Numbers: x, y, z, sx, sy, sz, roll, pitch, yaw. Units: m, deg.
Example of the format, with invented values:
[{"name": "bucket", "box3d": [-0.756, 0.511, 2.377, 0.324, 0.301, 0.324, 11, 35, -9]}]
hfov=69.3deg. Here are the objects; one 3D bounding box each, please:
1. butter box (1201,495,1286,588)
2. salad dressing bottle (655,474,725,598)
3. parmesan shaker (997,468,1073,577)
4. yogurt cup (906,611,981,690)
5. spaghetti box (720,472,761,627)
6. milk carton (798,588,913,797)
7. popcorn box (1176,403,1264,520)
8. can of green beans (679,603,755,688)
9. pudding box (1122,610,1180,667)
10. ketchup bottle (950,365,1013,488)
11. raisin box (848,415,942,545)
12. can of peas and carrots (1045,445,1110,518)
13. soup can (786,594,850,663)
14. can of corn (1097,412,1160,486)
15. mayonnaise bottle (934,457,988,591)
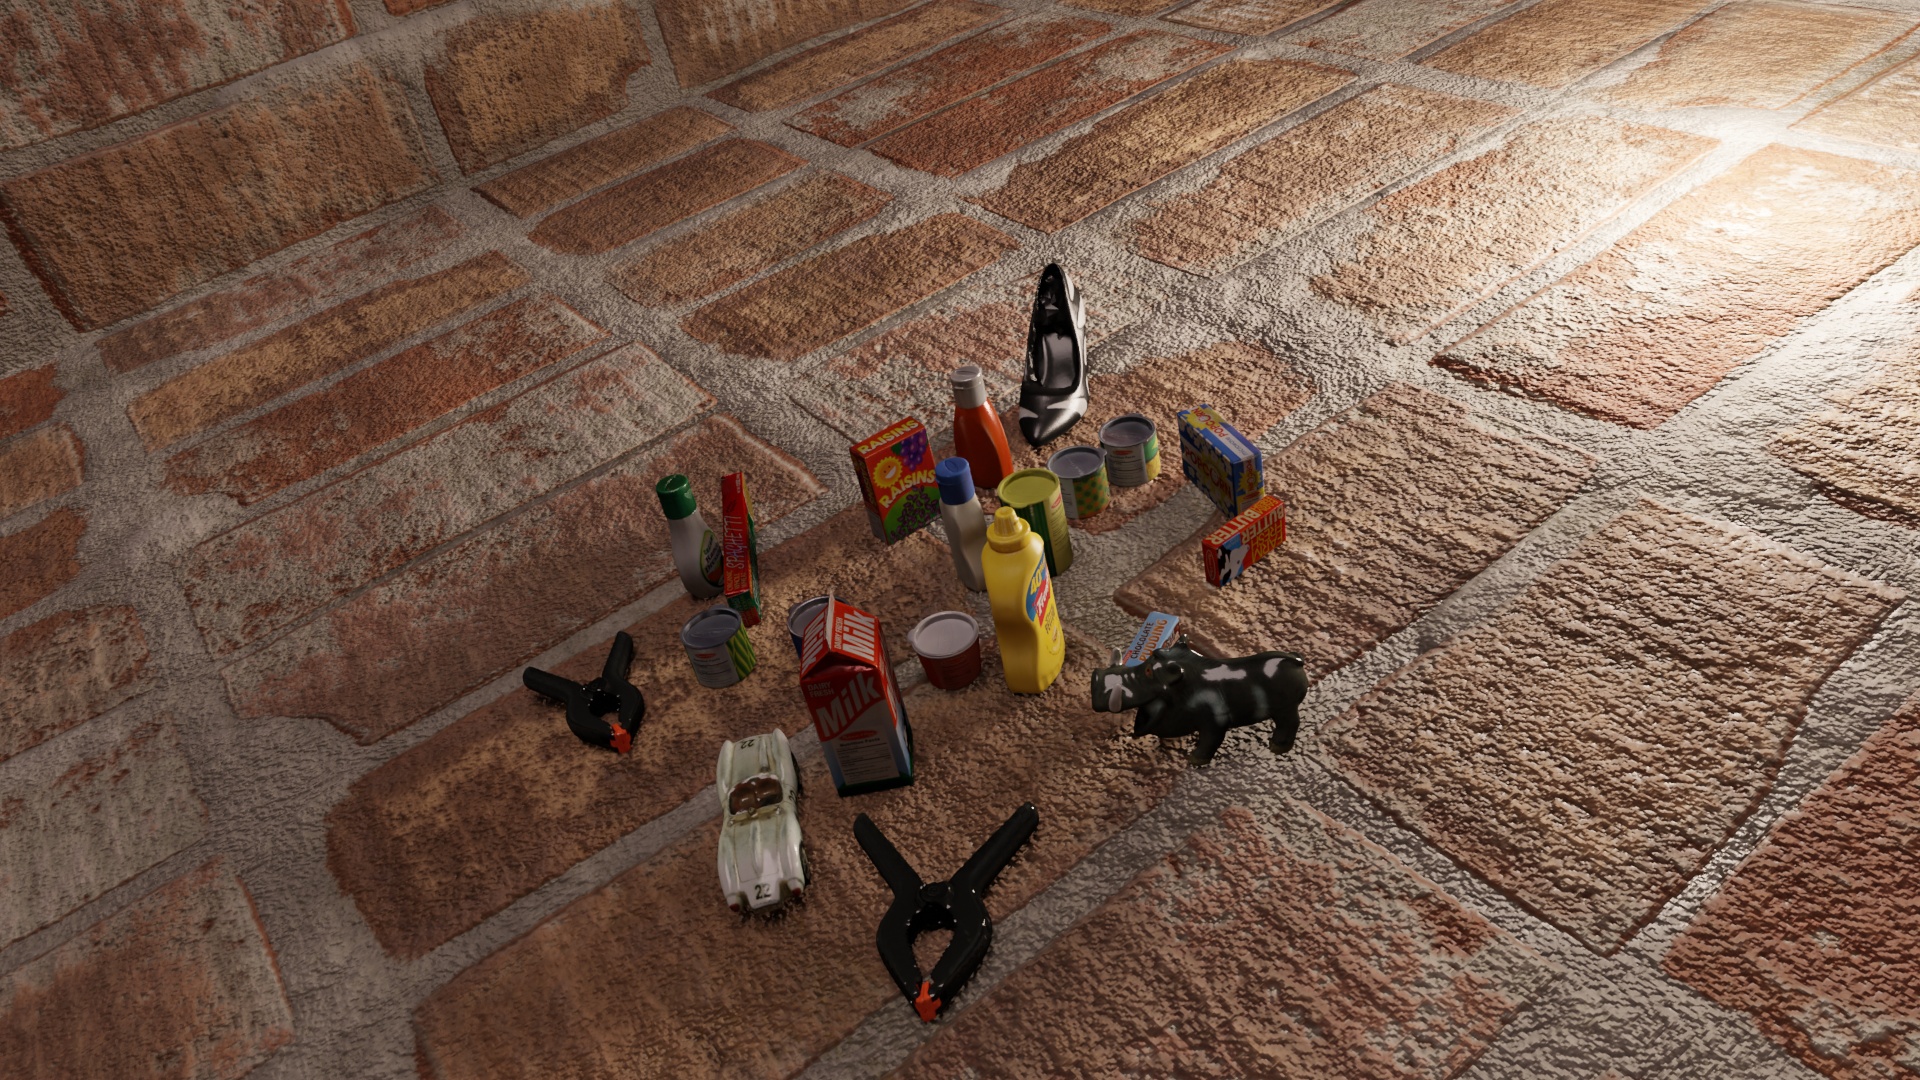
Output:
[{"name": "butter box", "box3d": [0.294, 0.000, 1.439, 0.104, 0.053, 0.024, -33, 40, -25]}, {"name": "salad dressing bottle", "box3d": [-0.302, -0.005, 1.558, 0.044, 0.147, 0.064, 0, 38, 18]}, {"name": "parmesan shaker", "box3d": [0.080, -0.015, 1.487, 0.071, 0.102, 0.072, -9, 36, 7]}, {"name": "yogurt cup", "box3d": [-0.011, 0.112, 1.385, 0.072, 0.053, 0.073, -9, 36, 7]}, {"name": "spaghetti box", "box3d": [-0.256, 0.007, 1.610, 0.029, 0.050, 0.251, -14, 36, -1]}, {"name": "milk carton", "box3d": [-0.097, 0.138, 1.261, 0.073, 0.189, 0.073, -10, 36, 5]}, {"name": "popcorn box", "box3d": [0.287, -0.085, 1.529, 0.038, 0.084, 0.127, -21, 36, -10]}, {"name": "can of green beans", "box3d": [-0.254, 0.113, 1.459, 0.071, 0.057, 0.071, -9, 36, 7]}, {"name": "pudding box", "box3d": [0.182, 0.112, 1.325, 0.030, 0.049, 0.084, 10, 42, 30]}, {"name": "ketchup bottle", "box3d": [0.020, -0.132, 1.626, 0.065, 0.148, 0.044, 10, 42, 29]}, {"name": "raisin box", "box3d": [-0.070, -0.068, 1.590, 0.086, 0.122, 0.040, -29, 38, -21]}, {"name": "can of peas and carrots", "box3d": [0.136, -0.067, 1.577, 0.071, 0.058, 0.071, -9, 36, 7]}, {"name": "soup can", "box3d": [-0.135, 0.107, 1.407, 0.071, 0.083, 0.072, -9, 36, 7]}, {"name": "can of corn", "box3d": [0.197, -0.105, 1.609, 0.071, 0.058, 0.071, -9, 36, 7]}, {"name": "mayonnaise bottle", "box3d": [0.005, -0.019, 1.477, 0.041, 0.147, 0.065, -24, 37, -14]}]
